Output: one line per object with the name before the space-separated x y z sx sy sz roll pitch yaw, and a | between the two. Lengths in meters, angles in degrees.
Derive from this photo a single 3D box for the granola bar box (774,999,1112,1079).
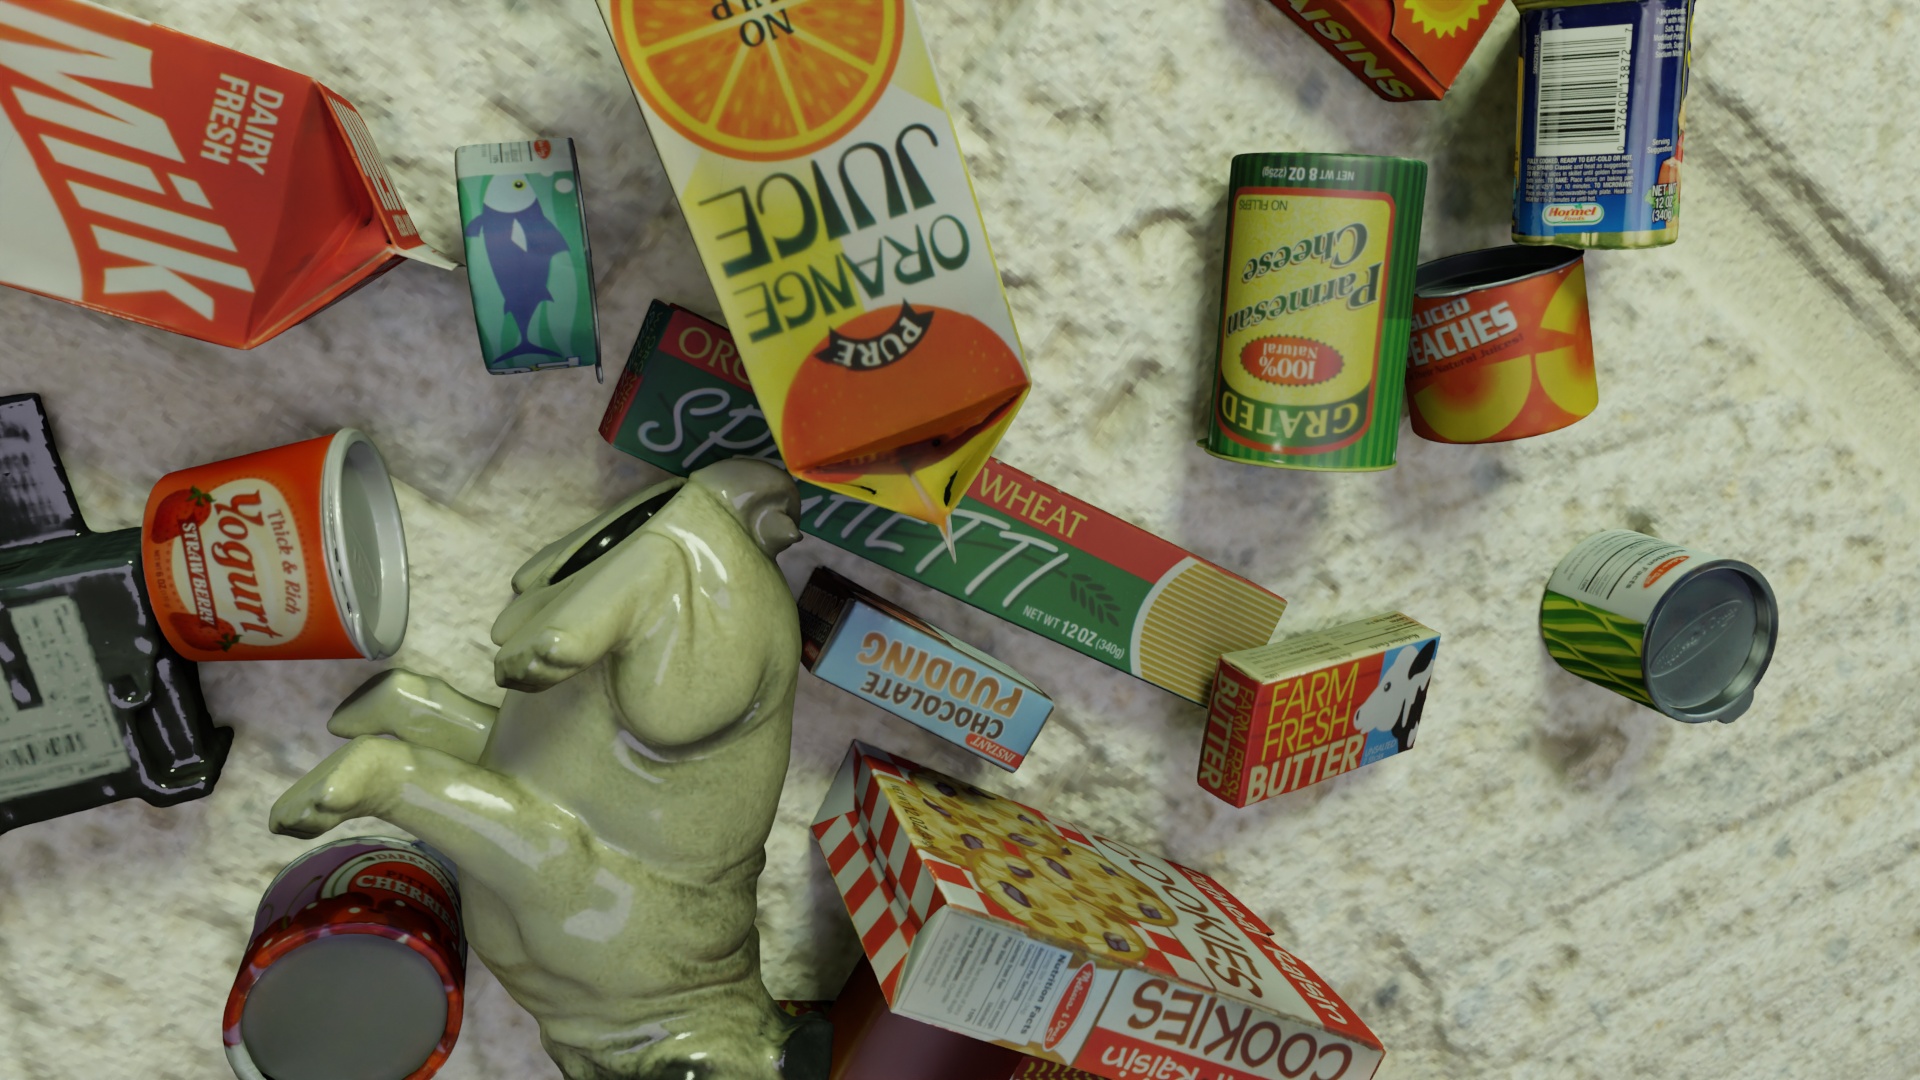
granola bar box | -0.033 0.236 0.515 0.166 0.039 0.124 7 99 -19

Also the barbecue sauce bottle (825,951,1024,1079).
barbecue sauce bottle | -0.035 0.205 0.463 0.065 0.044 0.148 30 90 -24

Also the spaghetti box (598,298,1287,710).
spaghetti box | 0.002 -0.006 0.478 0.250 0.029 0.050 24 93 -21

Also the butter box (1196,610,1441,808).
butter box | 0.134 0.062 0.519 0.104 0.024 0.053 -9 115 -36

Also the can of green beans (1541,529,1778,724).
can of green beans | 0.280 0.033 0.561 0.071 0.058 0.071 -4 103 -17

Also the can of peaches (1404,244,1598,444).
can of peaches | 0.192 -0.071 0.503 0.071 0.071 0.058 -19 108 -13

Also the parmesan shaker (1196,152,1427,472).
parmesan shaker | 0.119 -0.080 0.481 0.071 0.071 0.102 -1 102 -18

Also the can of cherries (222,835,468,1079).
can of cherries | -0.187 0.132 0.432 0.071 0.058 0.071 -4 104 -17

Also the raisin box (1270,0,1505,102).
raisin box | 0.160 -0.226 0.473 0.086 0.040 0.123 32 92 -22

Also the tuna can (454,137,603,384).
tuna can | -0.124 -0.079 0.401 0.033 0.071 0.071 -8 105 -15

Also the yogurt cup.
yogurt cup | -0.195 0.004 0.399 0.054 0.072 0.072 -8 105 -8

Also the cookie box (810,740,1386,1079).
cookie box | 0.042 0.133 0.471 0.167 0.123 0.040 24 95 -21

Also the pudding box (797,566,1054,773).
pudding box | -0.015 0.043 0.472 0.083 0.050 0.030 30 91 -22

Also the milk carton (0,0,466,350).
milk carton | -0.227 -0.101 0.359 0.191 0.072 0.073 15 97 -19

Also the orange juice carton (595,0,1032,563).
orange juice carton | -0.036 -0.089 0.381 0.073 0.072 0.192 -21 115 -3
